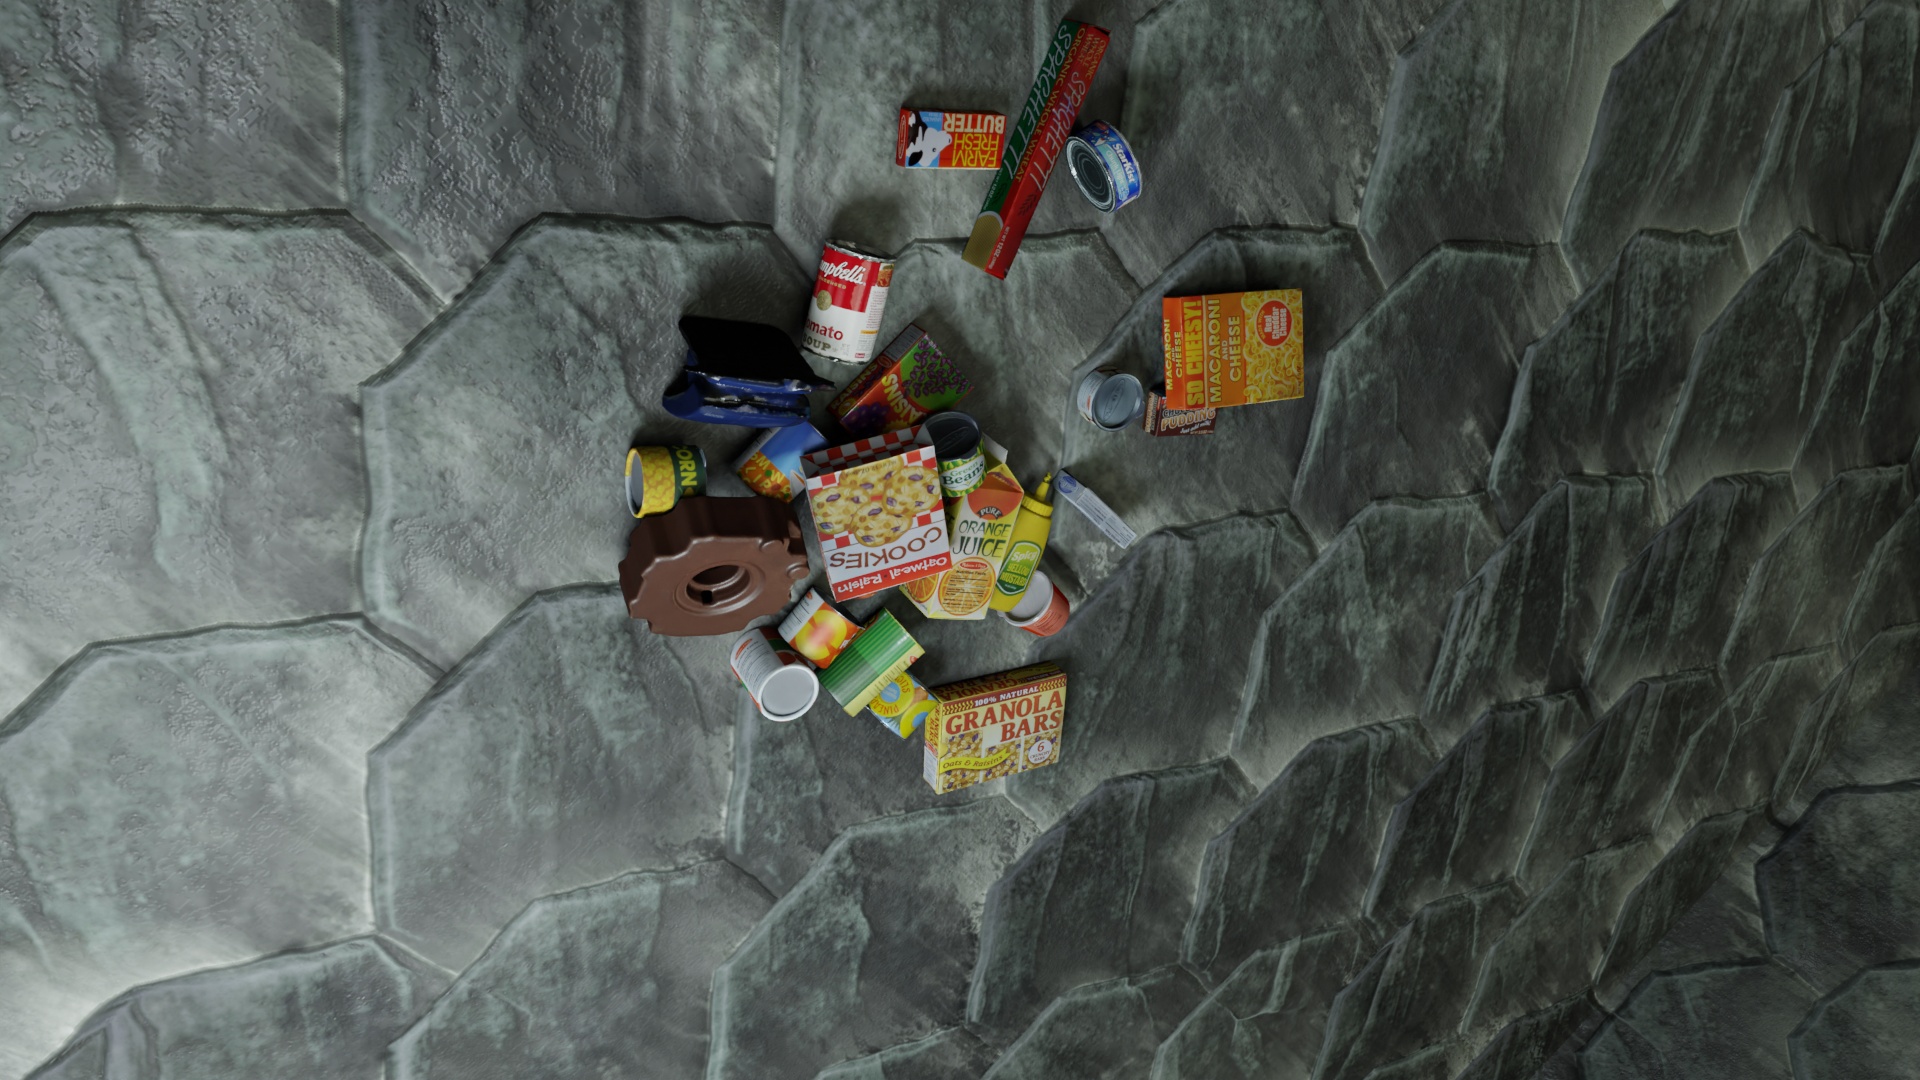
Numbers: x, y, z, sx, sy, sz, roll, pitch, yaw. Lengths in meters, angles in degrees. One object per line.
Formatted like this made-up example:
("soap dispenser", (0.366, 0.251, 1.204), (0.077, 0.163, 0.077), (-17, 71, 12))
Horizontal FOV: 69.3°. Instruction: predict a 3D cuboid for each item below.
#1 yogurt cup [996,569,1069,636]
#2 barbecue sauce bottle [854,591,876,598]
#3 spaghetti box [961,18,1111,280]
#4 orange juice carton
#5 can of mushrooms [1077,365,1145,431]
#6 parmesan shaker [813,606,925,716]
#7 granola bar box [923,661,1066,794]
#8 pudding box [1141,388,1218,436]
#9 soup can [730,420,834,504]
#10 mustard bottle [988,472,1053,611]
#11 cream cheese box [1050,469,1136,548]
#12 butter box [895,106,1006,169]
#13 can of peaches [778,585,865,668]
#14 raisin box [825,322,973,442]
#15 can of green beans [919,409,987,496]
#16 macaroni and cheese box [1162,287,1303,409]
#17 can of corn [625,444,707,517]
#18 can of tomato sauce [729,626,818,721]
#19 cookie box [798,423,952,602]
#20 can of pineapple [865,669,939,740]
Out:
("yogurt cup", (0.086, 0.073, 1.551), (0.072, 0.072, 0.054), (-51, 136, 2))
("barbecue sauce bottle", (-0.110, -0.011, 1.405), (0.065, 0.044, 0.147), (-15, 121, -11))
("spaghetti box", (0.070, -0.374, 1.326), (0.029, 0.050, 0.249), (15, 105, -36))
("orange juice carton", (0.005, -0.018, 1.452), (0.073, 0.072, 0.192), (5, 111, -32))
("can of mushrooms", (0.163, -0.153, 1.502), (0.071, 0.033, 0.070), (-13, 119, -25))
("parmesan shaker", (-0.098, 0.127, 1.465), (0.103, 0.071, 0.071), (-42, 127, -5))
("granola bar box", (0.041, 0.216, 1.611), (0.166, 0.039, 0.123), (-10, 118, -27))
("pudding box", (0.248, -0.145, 1.558), (0.084, 0.030, 0.049), (-5, 114, -29))
("soup can", (-0.165, -0.076, 1.324), (0.084, 0.071, 0.071), (-46, 128, -2))
("mustard bottle", (0.062, -0.002, 1.508), (0.065, 0.049, 0.160), (16, 105, -38))
("cream cheese box", (0.148, -0.035, 1.540), (0.024, 0.053, 0.103), (-49, 128, 2))
("butter box", (-0.009, -0.374, 1.295), (0.104, 0.024, 0.053), (-7, 118, -27))
("can of peaches", (-0.142, 0.090, 1.421), (0.058, 0.071, 0.071), (-50, 128, 1))
("raisin box", (-0.059, -0.140, 1.373), (0.123, 0.040, 0.086), (-45, 129, -3))
("can of green beans", (-0.008, -0.085, 1.370), (0.071, 0.071, 0.057), (-30, 144, -14))
("macaroni and cheese box", (0.301, -0.212, 1.532), (0.167, 0.040, 0.123), (-9, 101, -27))
("can of corn", (-0.270, -0.056, 1.272), (0.058, 0.071, 0.071), (-3, 115, -29))
("can of tomato sauce", (-0.187, 0.135, 1.408), (0.071, 0.083, 0.071), (-13, 120, -24))
("cookie box", (-0.079, -0.024, 1.337), (0.123, 0.040, 0.166), (-16, 135, -8))
("can of pineapple", (-0.066, 0.174, 1.509), (0.058, 0.071, 0.071), (-47, 128, -3))
